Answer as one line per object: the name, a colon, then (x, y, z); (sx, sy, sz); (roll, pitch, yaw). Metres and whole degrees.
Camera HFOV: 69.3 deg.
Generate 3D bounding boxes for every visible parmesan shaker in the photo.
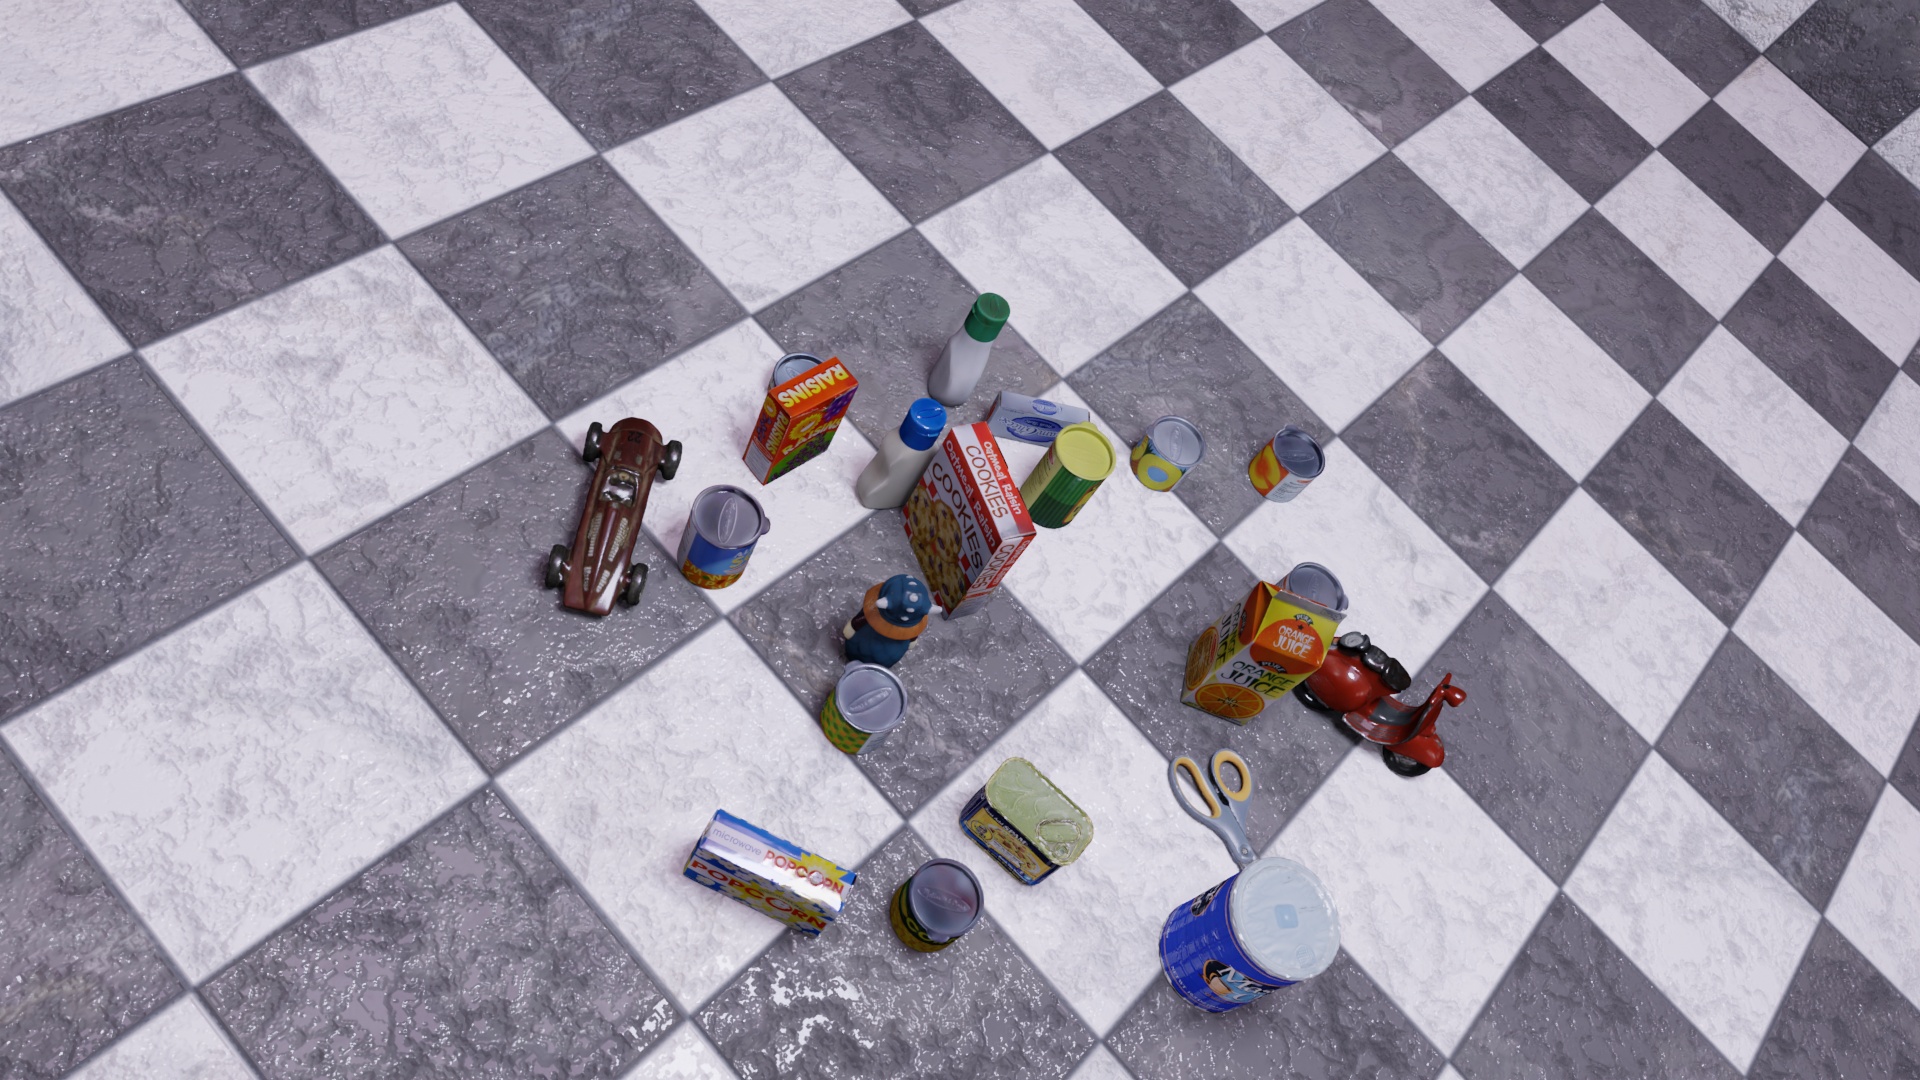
parmesan shaker: (0.109, -0.066, 1.423); (0.071, 0.102, 0.071); (10, 58, -16)

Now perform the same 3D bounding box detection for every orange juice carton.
orange juice carton: (0.291, 0.102, 1.341); (0.072, 0.191, 0.073); (22, 56, -9)

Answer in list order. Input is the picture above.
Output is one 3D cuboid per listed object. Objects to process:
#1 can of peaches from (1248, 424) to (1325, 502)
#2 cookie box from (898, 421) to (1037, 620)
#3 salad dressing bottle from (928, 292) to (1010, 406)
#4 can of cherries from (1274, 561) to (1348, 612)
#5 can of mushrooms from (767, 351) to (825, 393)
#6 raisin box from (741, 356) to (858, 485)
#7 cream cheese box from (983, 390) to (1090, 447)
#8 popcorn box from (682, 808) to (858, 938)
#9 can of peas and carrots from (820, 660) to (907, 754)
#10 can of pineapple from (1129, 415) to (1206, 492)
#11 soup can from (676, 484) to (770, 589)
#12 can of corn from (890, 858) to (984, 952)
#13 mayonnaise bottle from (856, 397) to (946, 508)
can of peaches: (0.367, -0.086, 1.566); (0.071, 0.057, 0.071); (10, 58, -16)
cookie box: (0.005, -0.016, 1.312); (0.040, 0.166, 0.123); (-13, 67, -28)
salad dressing bottle: (0.009, -0.197, 1.433); (0.044, 0.147, 0.064); (8, 59, -17)
can of cherries: (0.366, 0.066, 1.475); (0.071, 0.058, 0.072); (10, 58, -16)
can of mushrooms: (-0.162, -0.154, 1.409); (0.071, 0.033, 0.071); (10, 58, -16)
raisin box: (-0.155, -0.113, 1.333); (0.086, 0.122, 0.040); (-32, 77, -33)
cream cheese box: (0.080, -0.126, 1.478); (0.104, 0.053, 0.024); (11, 58, -16)
popcorn box: (-0.156, 0.271, 1.127); (0.127, 0.084, 0.038); (27, 55, -5)
can of peas and carrots: (-0.089, 0.149, 1.243); (0.071, 0.058, 0.071); (10, 58, -16)
can of pineapple: (0.224, -0.095, 1.514); (0.071, 0.057, 0.071); (10, 58, -16)
soup can: (-0.217, -0.001, 1.266); (0.071, 0.083, 0.071); (10, 58, -16)
can of corn: (-0.021, 0.311, 1.174); (0.071, 0.058, 0.071); (10, 58, -16)
mayonnaise bottle: (-0.053, -0.083, 1.341); (0.065, 0.147, 0.041); (-12, 66, -27)
